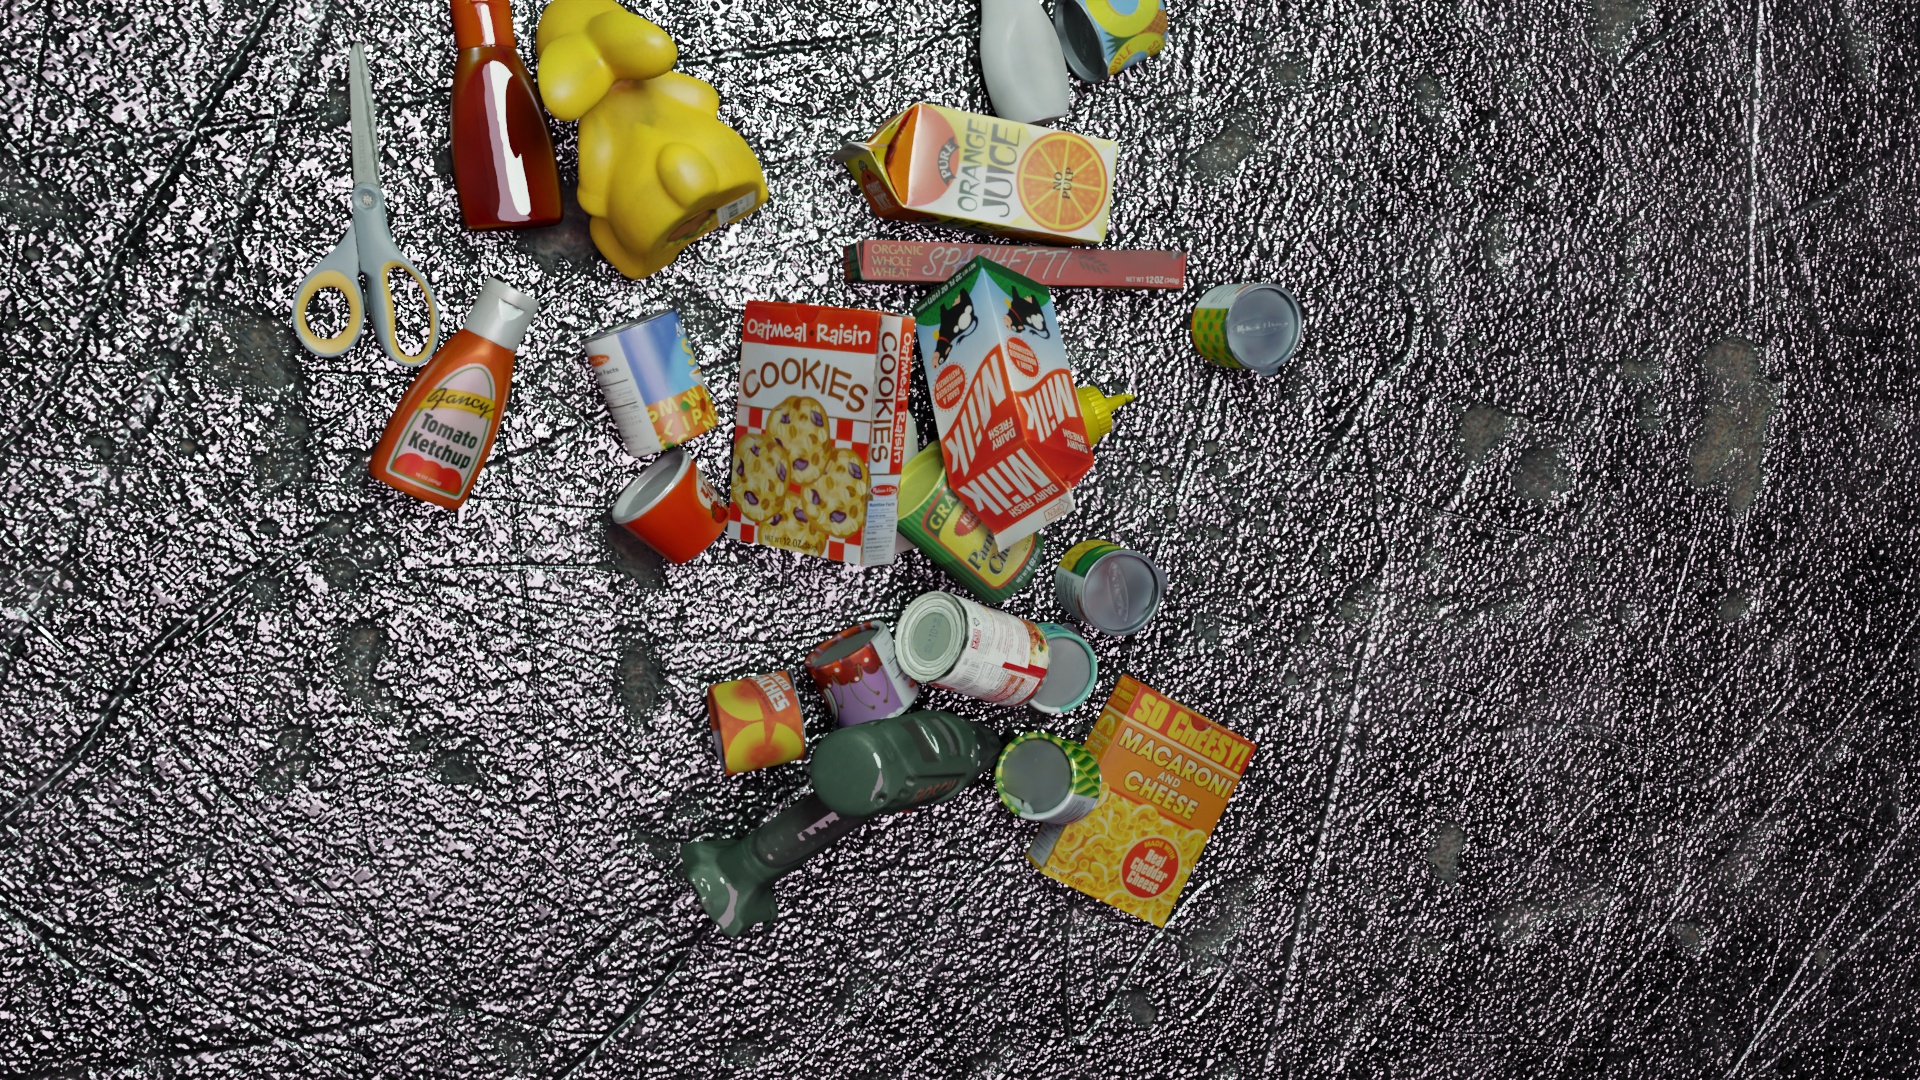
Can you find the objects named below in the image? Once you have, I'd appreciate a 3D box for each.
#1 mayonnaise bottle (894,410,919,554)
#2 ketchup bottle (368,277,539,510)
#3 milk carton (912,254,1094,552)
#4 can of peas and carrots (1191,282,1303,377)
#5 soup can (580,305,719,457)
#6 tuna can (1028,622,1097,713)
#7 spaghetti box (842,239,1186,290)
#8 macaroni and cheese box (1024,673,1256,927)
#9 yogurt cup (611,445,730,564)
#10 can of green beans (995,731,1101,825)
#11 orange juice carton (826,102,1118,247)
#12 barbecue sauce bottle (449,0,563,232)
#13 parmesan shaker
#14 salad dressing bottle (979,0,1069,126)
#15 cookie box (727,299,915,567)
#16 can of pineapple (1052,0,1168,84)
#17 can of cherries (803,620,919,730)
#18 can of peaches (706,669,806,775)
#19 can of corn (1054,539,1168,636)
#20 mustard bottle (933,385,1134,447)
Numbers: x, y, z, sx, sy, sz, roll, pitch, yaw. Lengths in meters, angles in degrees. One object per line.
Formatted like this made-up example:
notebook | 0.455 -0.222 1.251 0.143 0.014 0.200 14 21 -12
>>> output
mayonnaise bottle | -0.057 -0.066 1.000 0.065 0.041 0.147 -19 102 -19
ketchup bottle | -0.324 -0.098 0.904 0.064 0.043 0.149 27 88 -32
milk carton | 0.032 -0.090 0.945 0.073 0.072 0.191 15 54 -43
can of peas and carrots | 0.220 -0.162 1.069 0.071 0.059 0.070 -3 100 -18
soup can | -0.205 -0.107 0.932 0.071 0.071 0.083 -24 106 -14
tuna can | 0.072 0.097 1.071 0.071 0.033 0.071 -3 99 -18
spaghetti box | 0.040 -0.199 1.008 0.250 0.050 0.028 -2 98 -18
macaroni and cheese box | 0.146 0.208 1.108 0.123 0.040 0.166 29 89 -21
yogurt cup | -0.195 -0.021 0.949 0.072 0.072 0.054 -44 117 -7
can of green beans | 0.066 0.181 1.052 0.071 0.071 0.058 -61 152 -2
orange juice carton | 0.006 -0.257 0.976 0.193 0.072 0.073 5 96 -19
barbecue sauce bottle | -0.296 -0.274 0.888 0.065 0.044 0.148 -9 100 -17
parmesan shaker | 0.003 -0.012 0.975 0.103 0.071 0.071 40 85 -26
salad dressing bottle | 0.037 -0.369 0.984 0.064 0.044 0.147 -21 101 -38
cookie box | -0.097 -0.075 0.942 0.040 0.123 0.167 -4 102 -55
can of pineapple | 0.108 -0.368 0.996 0.058 0.071 0.071 -29 106 -12
can of cherries | -0.074 0.100 1.005 0.071 0.071 0.058 -30 106 -12
can of peaches | -0.145 0.127 0.984 0.058 0.071 0.071 -10 101 -16
can of corn | 0.115 0.034 1.062 0.071 0.058 0.071 -3 99 -18
mustard bottle | 0.061 -0.081 1.032 0.160 0.049 0.065 -24 108 -14
